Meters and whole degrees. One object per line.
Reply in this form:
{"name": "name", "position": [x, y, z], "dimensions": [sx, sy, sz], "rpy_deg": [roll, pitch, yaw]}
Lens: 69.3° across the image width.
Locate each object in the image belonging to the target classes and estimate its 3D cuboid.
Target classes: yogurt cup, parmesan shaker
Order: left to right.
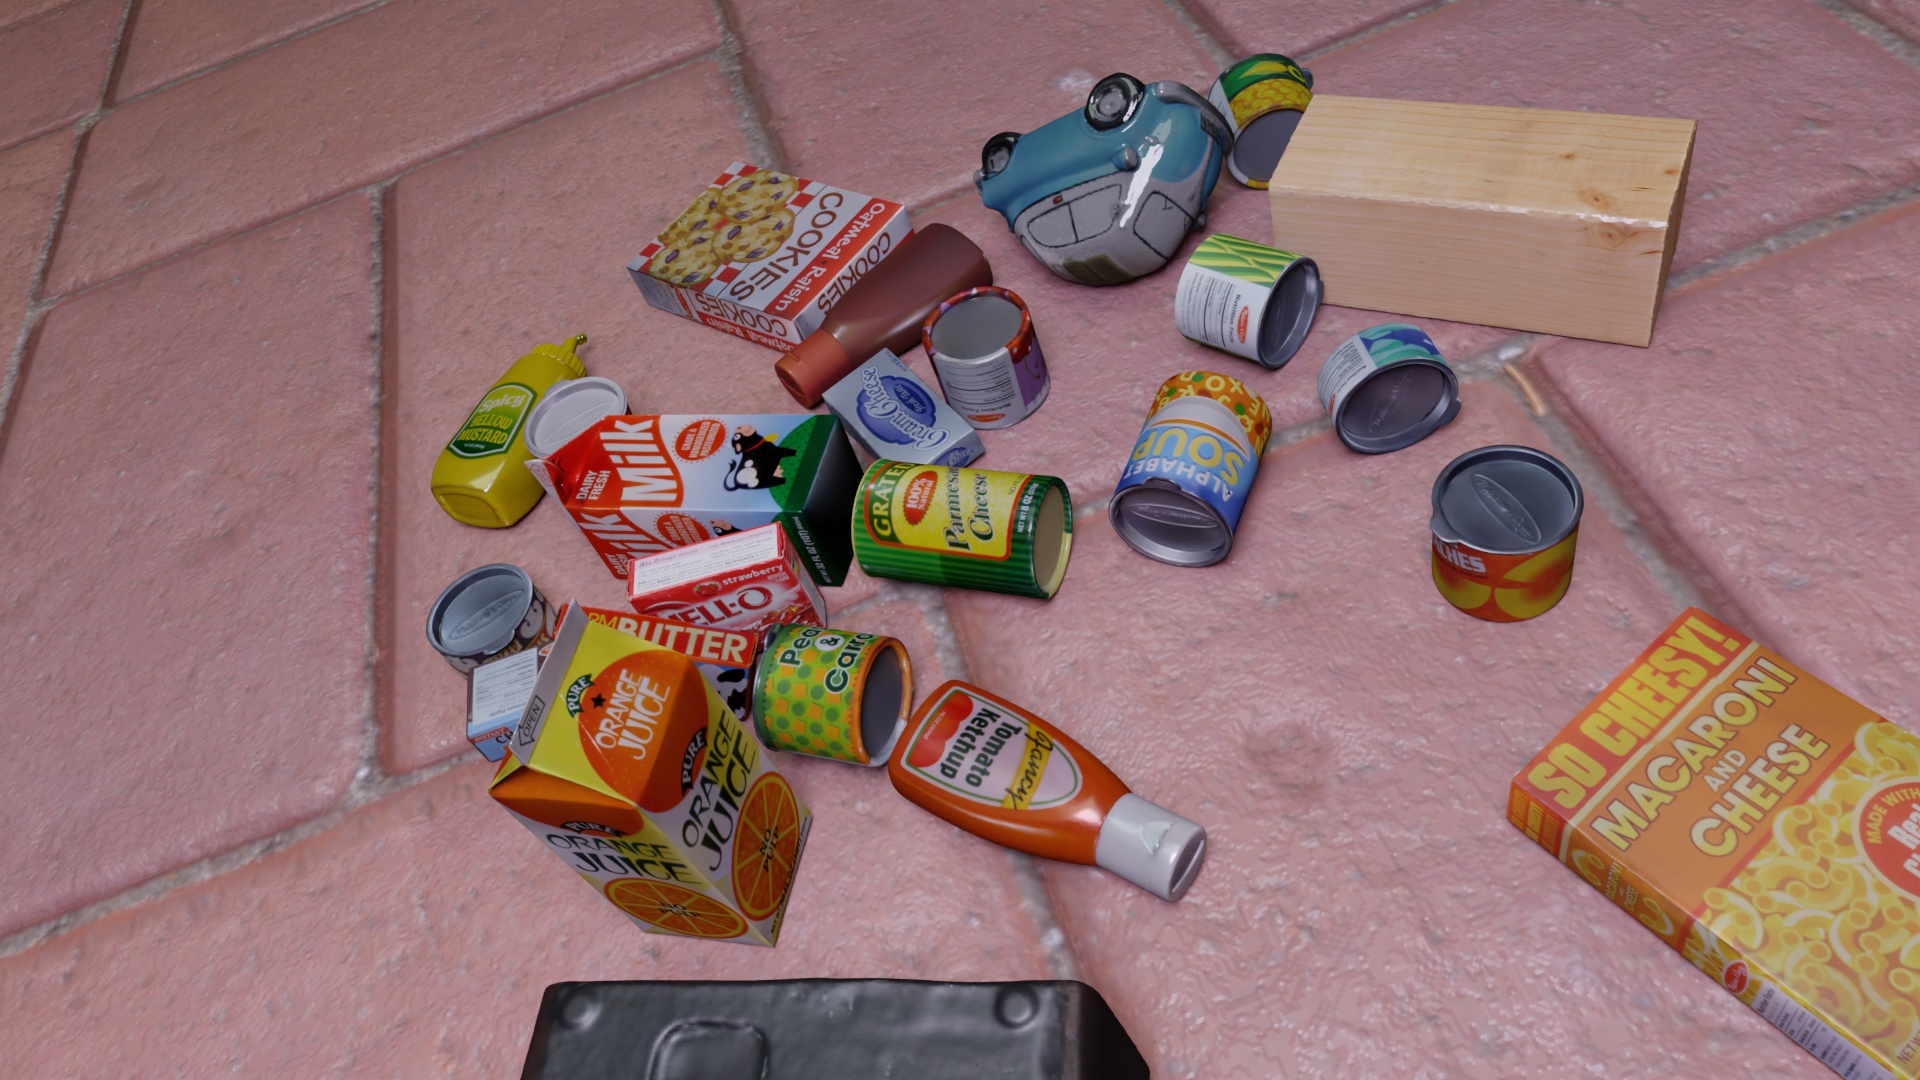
{"name": "yogurt cup", "position": [-0.232, -0.061, 0.876], "dimensions": [0.072, 0.053, 0.073], "rpy_deg": [-9, 50, 11]}
{"name": "parmesan shaker", "position": [0.003, -0.009, 0.749], "dimensions": [0.103, 0.071, 0.071], "rpy_deg": [6, 54, 22]}

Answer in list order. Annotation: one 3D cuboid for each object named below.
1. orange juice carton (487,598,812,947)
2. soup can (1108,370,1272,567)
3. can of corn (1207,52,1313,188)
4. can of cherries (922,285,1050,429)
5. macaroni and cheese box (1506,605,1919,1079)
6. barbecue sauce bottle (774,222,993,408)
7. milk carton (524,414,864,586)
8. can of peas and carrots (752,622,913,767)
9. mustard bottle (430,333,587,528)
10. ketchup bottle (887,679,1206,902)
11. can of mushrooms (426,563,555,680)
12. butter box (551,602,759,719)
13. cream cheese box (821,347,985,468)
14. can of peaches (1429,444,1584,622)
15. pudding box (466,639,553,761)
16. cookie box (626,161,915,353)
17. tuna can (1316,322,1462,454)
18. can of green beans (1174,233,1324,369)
{"name": "orange juice carton", "position": [-0.139, 0.108, 0.615], "dimensions": [0.073, 0.191, 0.072], "rpy_deg": [0, 53, 20]}
{"name": "soup can", "position": [0.122, -0.040, 0.733], "dimensions": [0.071, 0.071, 0.084], "rpy_deg": [10, 55, 25]}
{"name": "can of corn", "position": [0.201, -0.273, 0.902], "dimensions": [0.071, 0.071, 0.058], "rpy_deg": [-13, 50, 7]}
{"name": "can of cherries", "position": [0.015, -0.112, 0.835], "dimensions": [0.071, 0.058, 0.072], "rpy_deg": [-9, 51, 12]}
{"name": "macaroni and cheese box", "position": [0.328, 0.118, 0.556], "dimensions": [0.124, 0.040, 0.167], "rpy_deg": [-38, 51, -14]}
{"name": "barbecue sauce bottle", "position": [-0.052, -0.144, 0.894], "dimensions": [0.149, 0.043, 0.065], "rpy_deg": [-40, 51, -15]}
{"name": "milk carton", "position": [-0.157, -0.024, 0.810], "dimensions": [0.190, 0.072, 0.074], "rpy_deg": [1, 53, 19]}
{"name": "can of peas and carrots", "position": [-0.063, 0.075, 0.698], "dimensions": [0.059, 0.070, 0.071], "rpy_deg": [6, 54, 22]}
{"name": "mustard bottle", "position": [-0.286, -0.082, 0.915], "dimensions": [0.065, 0.048, 0.161], "rpy_deg": [5, 54, 19]}
{"name": "ketchup bottle", "position": [0.041, 0.119, 0.647], "dimensions": [0.149, 0.043, 0.065], "rpy_deg": [22, 61, 31]}
{"name": "can of mushrooms", "position": [-0.273, 0.050, 0.812], "dimensions": [0.071, 0.033, 0.071], "rpy_deg": [-9, 49, 10]}
{"name": "butter box", "position": [-0.159, 0.064, 0.727], "dimensions": [0.103, 0.052, 0.024], "rpy_deg": [10, 49, -5]}
{"name": "cream cheese box", "position": [-0.036, -0.071, 0.839], "dimensions": [0.053, 0.024, 0.104], "rpy_deg": [-38, 50, -8]}
{"name": "can of peaches", "position": [0.258, -0.002, 0.666], "dimensions": [0.071, 0.057, 0.071], "rpy_deg": [-9, 50, 11]}
{"name": "pudding box", "position": [-0.230, 0.085, 0.771], "dimensions": [0.084, 0.030, 0.050], "rpy_deg": [-19, 47, 2]}
{"name": "cookie box", "position": [-0.130, -0.197, 0.966], "dimensions": [0.167, 0.040, 0.123], "rpy_deg": [22, 62, 33]}
{"name": "tuna can", "position": [0.228, -0.081, 0.737], "dimensions": [0.071, 0.070, 0.033], "rpy_deg": [-17, 48, 4]}
{"name": "can of green beans", "position": [0.166, -0.139, 0.804], "dimensions": [0.058, 0.071, 0.071], "rpy_deg": [27, 64, 34]}
